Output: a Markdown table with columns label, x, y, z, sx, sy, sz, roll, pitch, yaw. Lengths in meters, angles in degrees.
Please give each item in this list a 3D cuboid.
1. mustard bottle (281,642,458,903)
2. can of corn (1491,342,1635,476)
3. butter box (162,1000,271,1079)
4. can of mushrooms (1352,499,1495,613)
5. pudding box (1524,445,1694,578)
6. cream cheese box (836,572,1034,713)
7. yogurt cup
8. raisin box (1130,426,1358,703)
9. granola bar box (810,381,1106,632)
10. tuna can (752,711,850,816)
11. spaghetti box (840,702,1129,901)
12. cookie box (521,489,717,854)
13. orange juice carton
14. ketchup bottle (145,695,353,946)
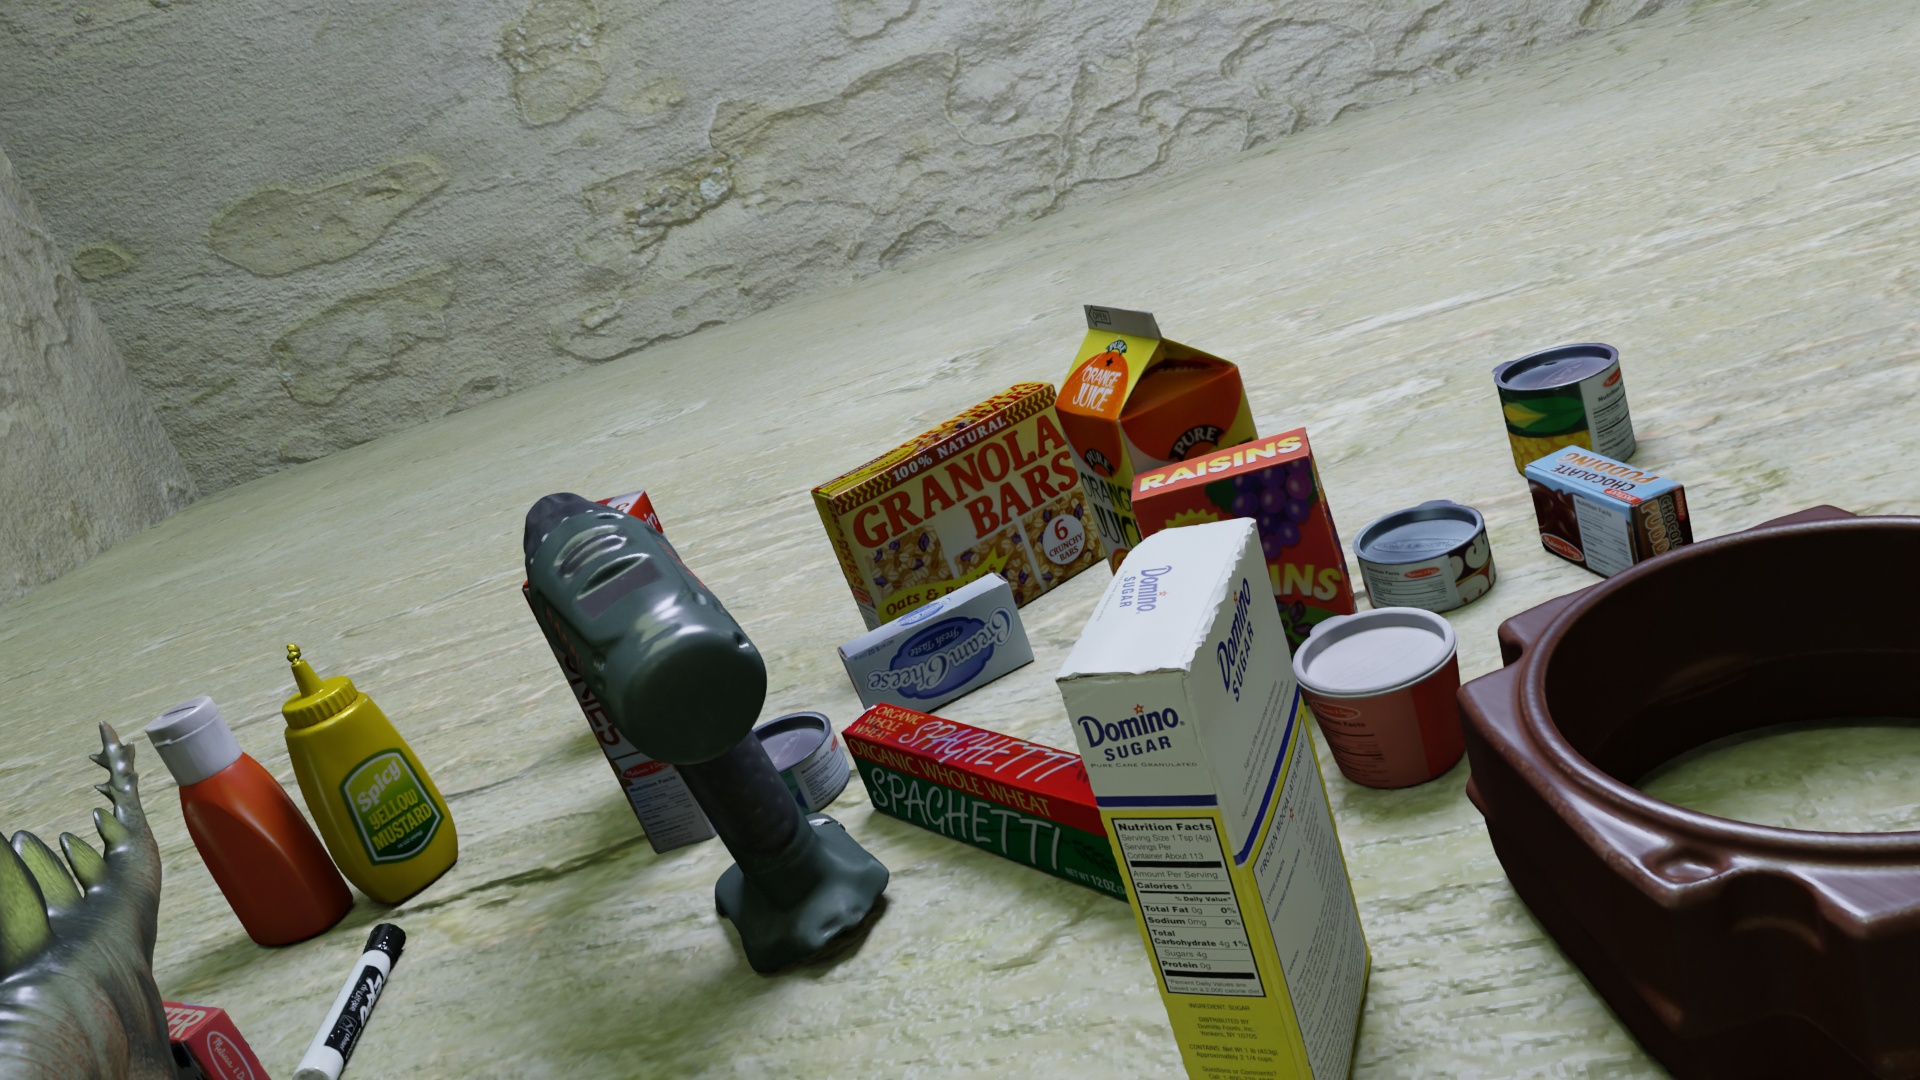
| label | x | y | z | sx | sy | sz | roll | pitch | yaw |
| --- | --- | --- | --- | --- | --- | --- | --- | --- | --- |
| mustard bottle | -0.349 | 0.130 | 0.799 | 0.049 | 0.159 | 0.065 | -3 | 26 | 42 |
| can of corn | 0.344 | -0.074 | 0.796 | 0.071 | 0.058 | 0.071 | -19 | 19 | 7 |
| butter box | -0.380 | 0.250 | 0.671 | 0.103 | 0.053 | 0.024 | -8 | 23 | 33 |
| can of mushrooms | 0.241 | 0.008 | 0.718 | 0.071 | 0.033 | 0.071 | -18 | 19 | 7 |
| pudding box | 0.313 | -0.011 | 0.672 | 0.030 | 0.049 | 0.084 | -23 | 19 | -5 |
| cream cheese box | -0.013 | 0.065 | 0.795 | 0.104 | 0.053 | 0.024 | -25 | 19 | -13 |
| yogurt cup | 0.180 | 0.068 | 0.588 | 0.072 | 0.053 | 0.072 | -19 | 19 | 7 |
| raisin box | 0.139 | 0.018 | 0.658 | 0.086 | 0.123 | 0.040 | -15 | 20 | 16 |
| granola bar box | 0.003 | -0.011 | 0.875 | 0.166 | 0.124 | 0.039 | -29 | 20 | -22 |
| tuna can | -0.098 | 0.124 | 0.752 | 0.071 | 0.032 | 0.071 | -18 | 19 | 7 |
| spaghetti box | 0.031 | 0.117 | 0.614 | 0.029 | 0.050 | 0.250 | -33 | 23 | -32 |
| cookie box | -0.175 | 0.069 | 0.776 | 0.040 | 0.167 | 0.123 | -18 | 19 | 8 |
| orange juice carton | 0.109 | -0.031 | 0.716 | 0.073 | 0.192 | 0.072 | -26 | 19 | -15 |
| ketchup bottle | -0.412 | 0.161 | 0.797 | 0.064 | 0.148 | 0.044 | -14 | 20 | 18 |
